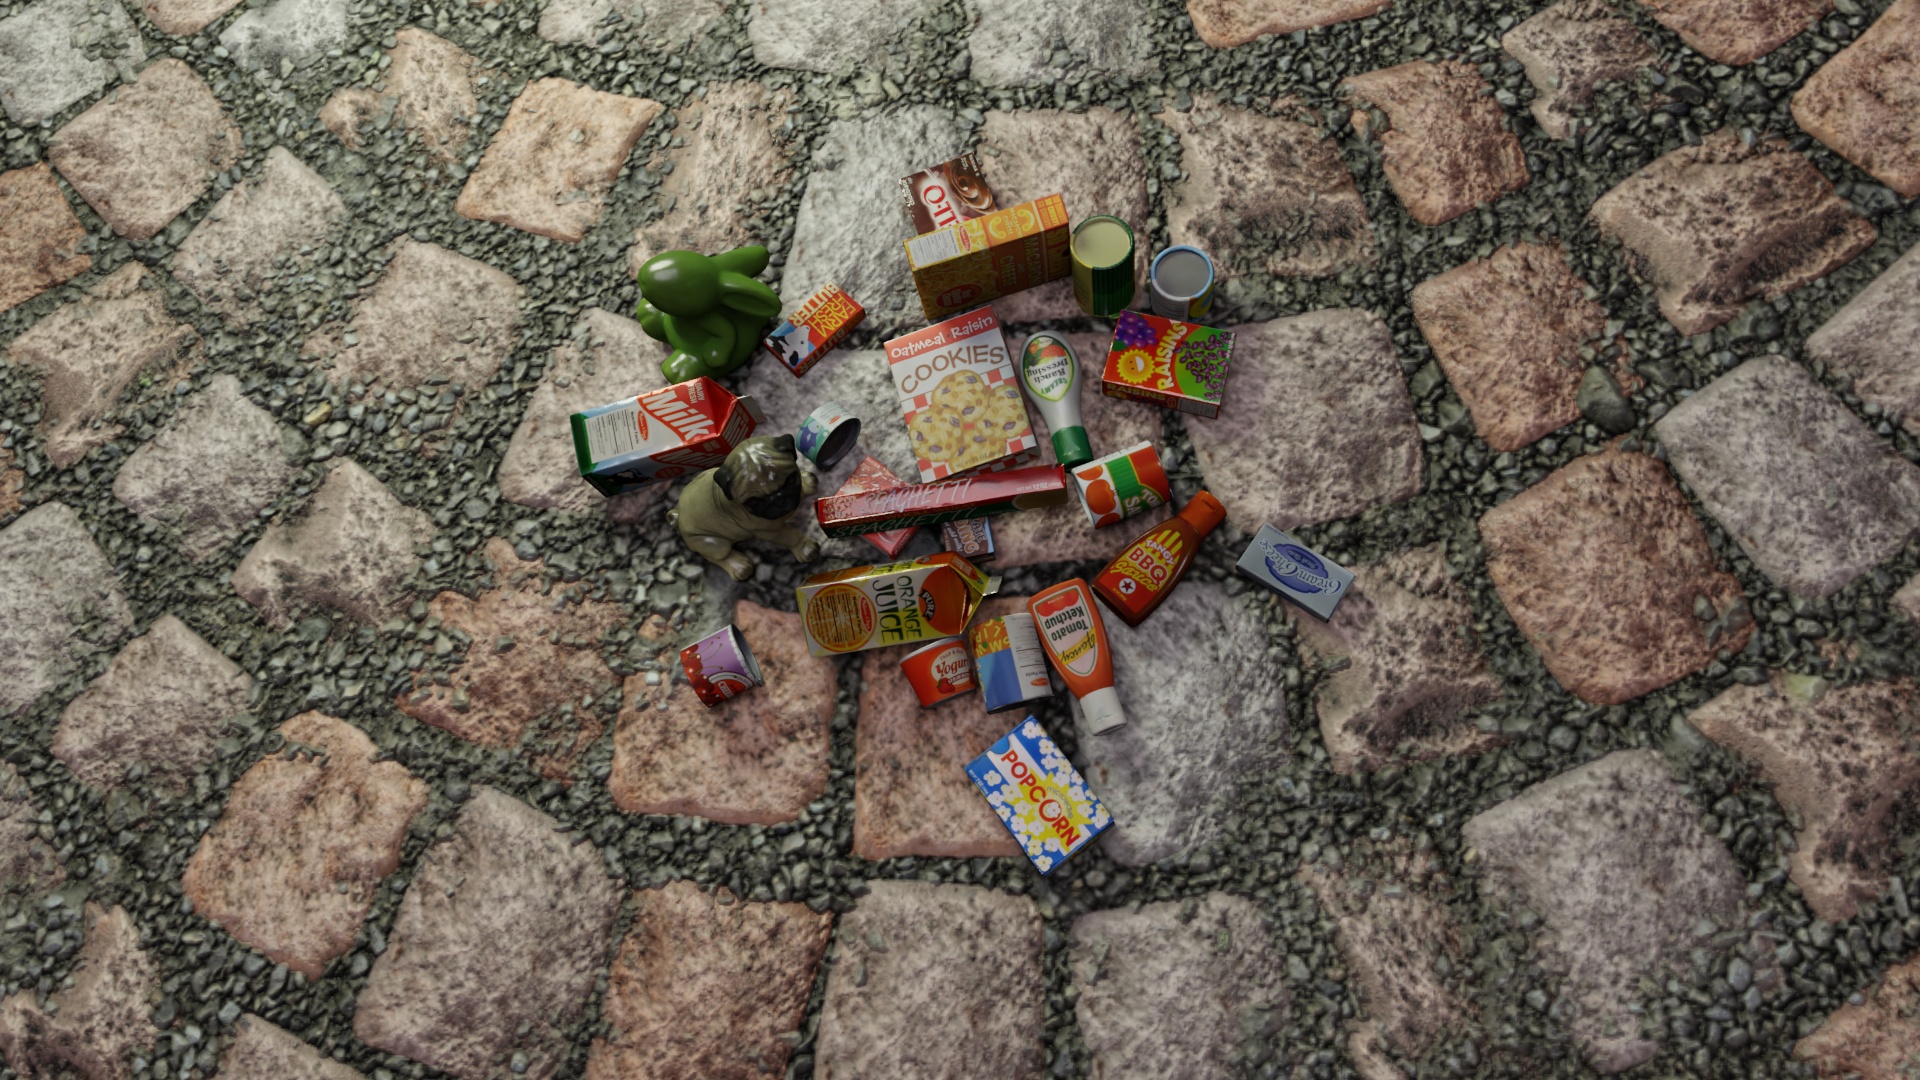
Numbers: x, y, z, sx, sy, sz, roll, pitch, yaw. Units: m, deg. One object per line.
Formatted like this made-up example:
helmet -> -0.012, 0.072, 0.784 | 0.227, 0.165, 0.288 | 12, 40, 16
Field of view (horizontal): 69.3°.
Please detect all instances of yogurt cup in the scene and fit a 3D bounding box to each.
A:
yogurt cup -> -0.020, 0.129, 1.350 | 0.072, 0.072, 0.054 | -23, 80, 0

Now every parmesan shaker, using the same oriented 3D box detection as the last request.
parmesan shaker -> 0.150, -0.282, 1.439 | 0.071, 0.103, 0.071 | -2, 73, 6

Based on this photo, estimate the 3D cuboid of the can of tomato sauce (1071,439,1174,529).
can of tomato sauce -> 0.161, -0.054, 1.385 | 0.083, 0.071, 0.071 | -21, 71, 1

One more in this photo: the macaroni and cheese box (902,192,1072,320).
macaroni and cheese box -> 0.032, -0.293, 1.446 | 0.166, 0.123, 0.040 | -17, 75, 1

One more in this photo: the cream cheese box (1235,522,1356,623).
cream cheese box -> 0.328, 0.031, 1.359 | 0.104, 0.024, 0.053 | 32, 79, 15

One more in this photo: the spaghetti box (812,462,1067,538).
spaghetti box -> -0.018, -0.039, 1.377 | 0.250, 0.050, 0.029 | -8, 71, 5

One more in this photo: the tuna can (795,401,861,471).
tuna can -> -0.138, -0.107, 1.440 | 0.033, 0.071, 0.071 | 39, 81, 17

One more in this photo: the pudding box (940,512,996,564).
pudding box -> 0.005, -0.018, 1.411 | 0.050, 0.030, 0.084 | -11, 72, 3

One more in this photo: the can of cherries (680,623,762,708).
can of cherries -> -0.236, 0.126, 1.373 | 0.058, 0.071, 0.071 | -27, 72, -2

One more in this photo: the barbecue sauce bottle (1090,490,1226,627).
barbecue sauce bottle -> 0.200, 0.014, 1.370 | 0.149, 0.043, 0.065 | -45, 72, -8

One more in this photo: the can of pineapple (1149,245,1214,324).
can of pineapple -> 0.231, -0.268, 1.449 | 0.071, 0.057, 0.071 | -2, 72, 6

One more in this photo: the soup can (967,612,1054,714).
soup can -> 0.045, 0.119, 1.340 | 0.071, 0.071, 0.084 | -15, 77, 2

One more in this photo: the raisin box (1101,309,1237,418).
raisin box -> 0.215, -0.183, 1.434 | 0.123, 0.040, 0.086 | 13, 75, 9

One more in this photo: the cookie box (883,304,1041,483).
cookie box -> 0.001, -0.148, 1.443 | 0.123, 0.040, 0.168 | -18, 71, 7

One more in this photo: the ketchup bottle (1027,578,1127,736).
ketchup bottle -> 0.119, 0.115, 1.348 | 0.064, 0.043, 0.149 | -24, 72, 8

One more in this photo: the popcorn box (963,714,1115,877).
popcorn box -> 0.075, 0.242, 1.315 | 0.085, 0.038, 0.127 | -37, 72, -4

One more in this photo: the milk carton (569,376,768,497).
milk carton -> -0.301, -0.113, 1.456 | 0.191, 0.072, 0.073 | -16, 72, 3

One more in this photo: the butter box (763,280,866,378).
butter box -> -0.157, -0.229, 1.500 | 0.103, 0.024, 0.053 | -43, 72, -8

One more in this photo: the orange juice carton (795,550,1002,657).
orange juice carton -> -0.055, 0.058, 1.356 | 0.193, 0.072, 0.073 | -10, 98, 6

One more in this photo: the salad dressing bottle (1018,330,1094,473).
salad dressing bottle -> 0.102, -0.143, 1.432 | 0.064, 0.044, 0.148 | -18, 71, 9
